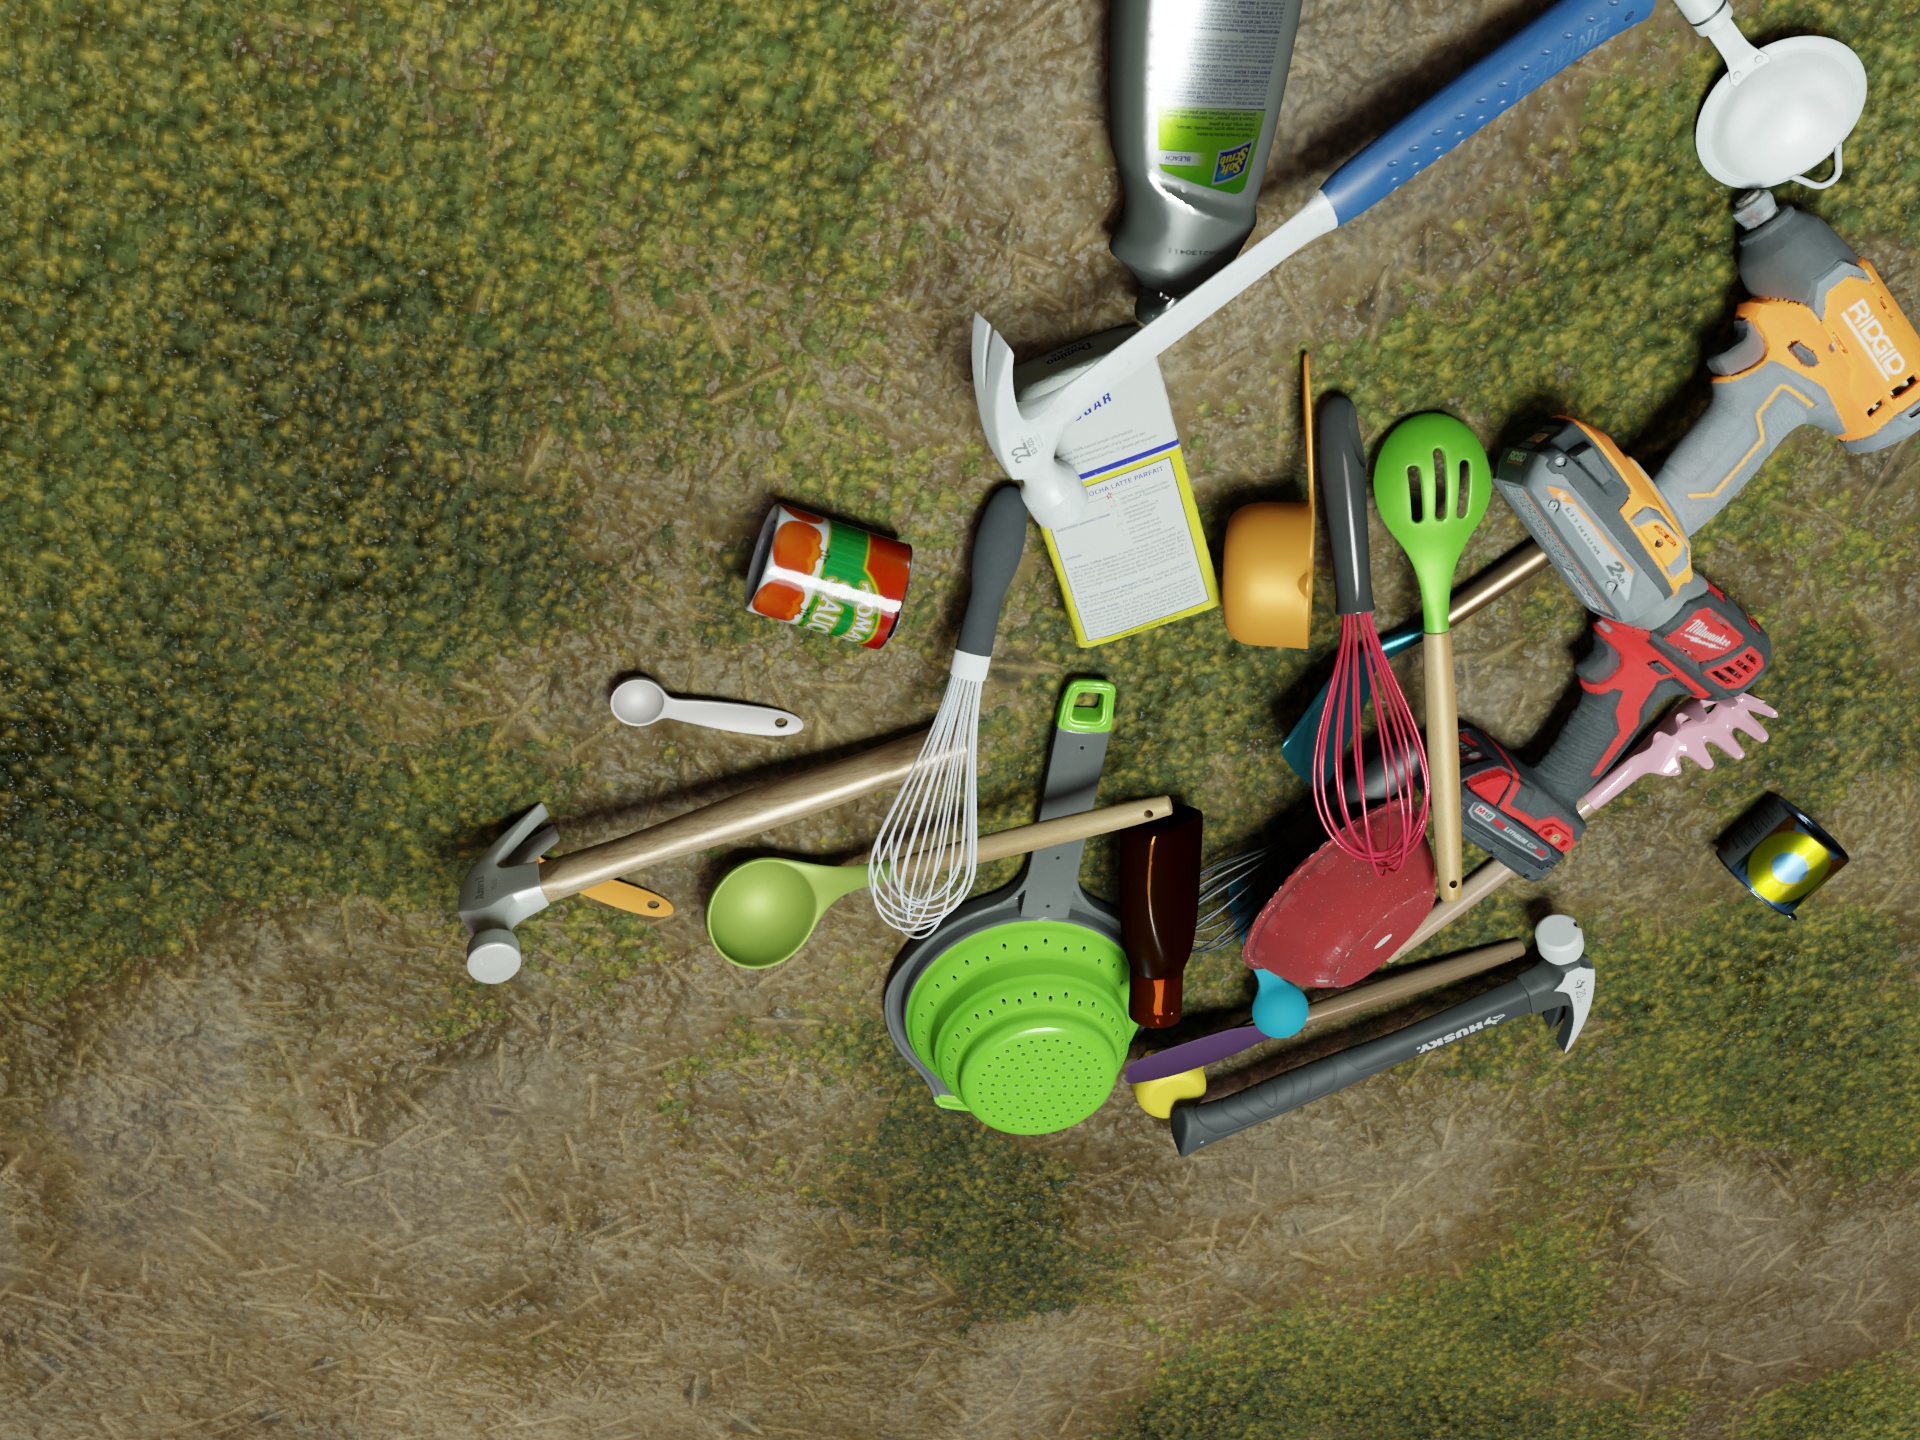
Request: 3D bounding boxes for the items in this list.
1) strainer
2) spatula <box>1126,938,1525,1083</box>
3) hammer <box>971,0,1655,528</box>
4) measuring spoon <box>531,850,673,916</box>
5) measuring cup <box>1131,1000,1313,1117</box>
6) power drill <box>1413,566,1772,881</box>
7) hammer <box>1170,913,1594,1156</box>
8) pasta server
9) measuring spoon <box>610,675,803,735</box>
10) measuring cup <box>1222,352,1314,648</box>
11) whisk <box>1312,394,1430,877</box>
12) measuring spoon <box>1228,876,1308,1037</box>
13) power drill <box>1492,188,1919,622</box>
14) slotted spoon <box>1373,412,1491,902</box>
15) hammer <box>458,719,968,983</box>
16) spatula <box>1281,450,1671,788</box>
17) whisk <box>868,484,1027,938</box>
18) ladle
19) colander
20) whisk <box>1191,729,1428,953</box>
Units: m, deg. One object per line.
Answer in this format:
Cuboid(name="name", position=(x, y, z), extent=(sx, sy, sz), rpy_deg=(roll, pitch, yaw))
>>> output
Cuboid(name="strainer", position=(0.397, -0.361, 0.833), extent=(0.258, 0.050, 0.087), rpy_deg=(38, 126, -23))
Cuboid(name="spatula", position=(0.272, 0.217, 1.185), extent=(0.316, 0.018, 0.059), rpy_deg=(-17, 147, -4))
Cuboid(name="hammer", position=(0.179, -0.260, 0.819), extent=(0.405, 0.035, 0.143), rpy_deg=(-36, 145, 3))
Cuboid(name="measuring spoon", position=(-0.247, 0.109, 1.075), extent=(0.116, 0.011, 0.021), rpy_deg=(24, 117, -25))
Cuboid(name="measuring cup", position=(0.203, 0.258, 1.215), extent=(0.156, 0.029, 0.062), rpy_deg=(-29, 122, 14))
Cuboid(name="power drill", position=(0.405, -0.012, 1.041), extent=(0.143, 0.079, 0.219), rpy_deg=(32, 111, -24))
Cuboid(name="hammer", position=(0.315, 0.255, 1.200), extent=(0.335, 0.035, 0.146), rpy_deg=(-24, 136, 6))
Cuboid(name="pasta server", position=(0.426, 0.080, 1.124), extent=(0.060, 0.040, 0.316), rpy_deg=(31, 116, -36))
Cuboid(name="measuring spoon", position=(-0.160, -0.008, 1.008), extent=(0.124, 0.018, 0.034), rpy_deg=(9, 121, -21))
Cuboid(name="measuring cup", position=(0.183, -0.128, 0.943), extent=(0.052, 0.095, 0.173), rpy_deg=(1, 102, 14))
Cuboid(name="whisk", position=(0.240, -0.047, 0.960), extent=(0.073, 0.073, 0.295), rpy_deg=(-9, 101, -2))
Cuboid(name="measuring spoon", position=(0.219, 0.172, 1.141), extent=(0.042, 0.021, 0.128), rpy_deg=(-22, 102, -7))
Cuboid(name="power drill", position=(0.428, -0.182, 0.915), extent=(0.226, 0.084, 0.164), rpy_deg=(-38, 100, 8))
Cuboid(name="slotted spoon", position=(0.298, -0.031, 0.983), extent=(0.070, 0.031, 0.313), rpy_deg=(-8, 108, 2))
Cuboid(name="hammer", position=(-0.153, 0.064, 1.007), extent=(0.331, 0.130, 0.031), rpy_deg=(-19, 124, -8))
Cuboid(name="spatula", position=(0.336, -0.072, 1.010), extent=(0.317, 0.044, 0.082), rpy_deg=(-36, 144, 14))
Cuboid(name="whisk", position=(-0.002, -0.003, 0.968), extent=(0.070, 0.070, 0.284), rpy_deg=(11, 100, -14))
Cuboid(name="ladle", position=(-0.018, 0.097, 1.033), extent=(0.320, 0.062, 0.078), rpy_deg=(-15, 113, 16))
Cuboid(name="colander", position=(0.061, 0.159, 1.093), extent=(0.204, 0.095, 0.396), rpy_deg=(3, 123, -9))
Cuboid(name="whisk", position=(0.228, 0.083, 1.082), extent=(0.055, 0.055, 0.239), rpy_deg=(35, 116, -26))
